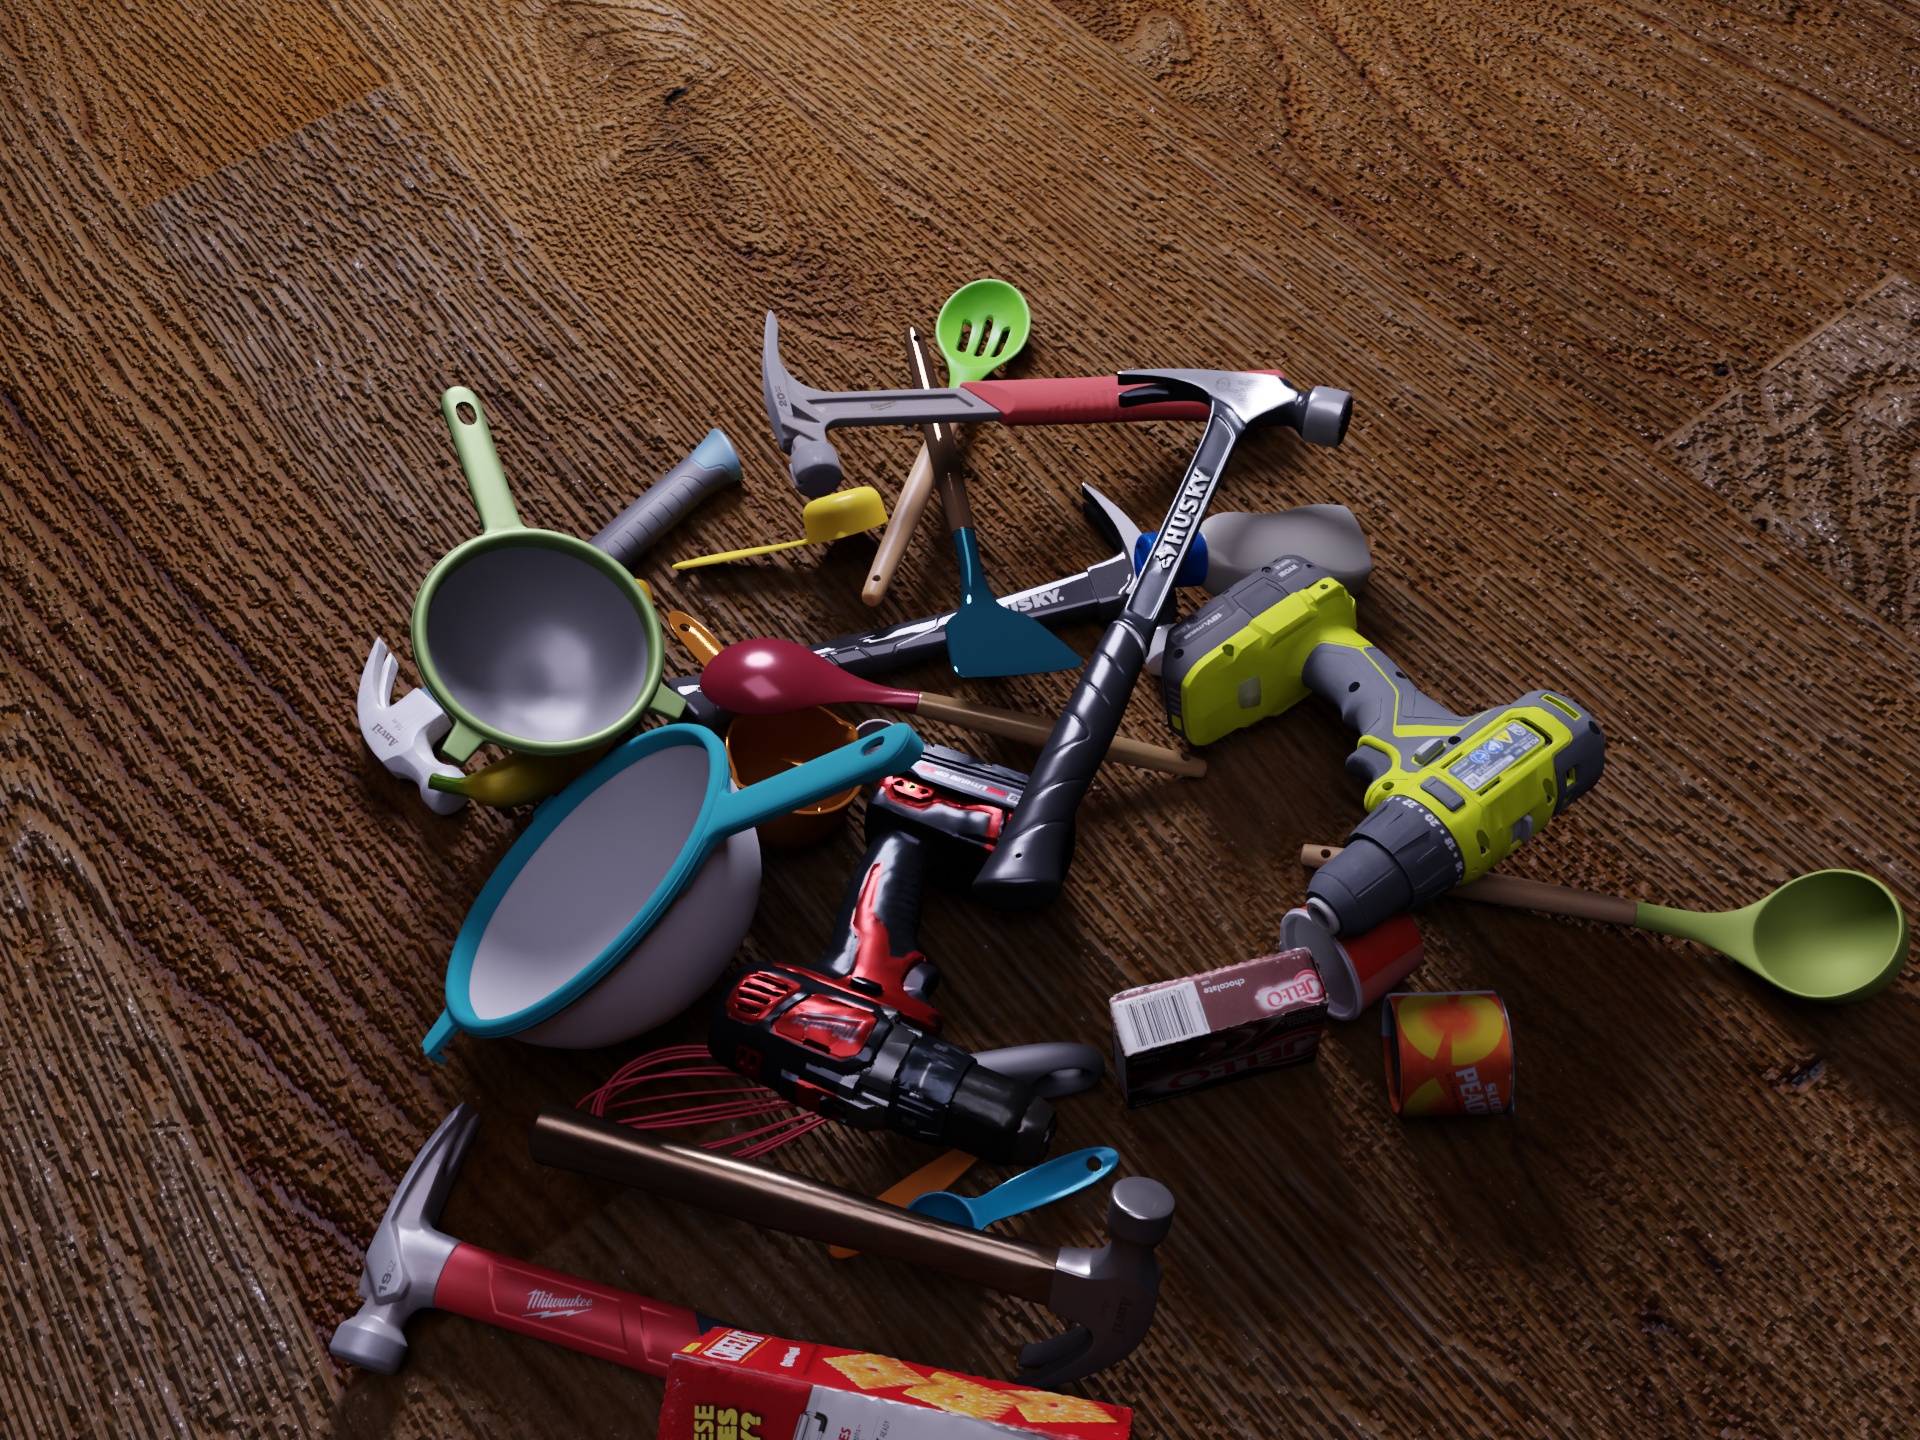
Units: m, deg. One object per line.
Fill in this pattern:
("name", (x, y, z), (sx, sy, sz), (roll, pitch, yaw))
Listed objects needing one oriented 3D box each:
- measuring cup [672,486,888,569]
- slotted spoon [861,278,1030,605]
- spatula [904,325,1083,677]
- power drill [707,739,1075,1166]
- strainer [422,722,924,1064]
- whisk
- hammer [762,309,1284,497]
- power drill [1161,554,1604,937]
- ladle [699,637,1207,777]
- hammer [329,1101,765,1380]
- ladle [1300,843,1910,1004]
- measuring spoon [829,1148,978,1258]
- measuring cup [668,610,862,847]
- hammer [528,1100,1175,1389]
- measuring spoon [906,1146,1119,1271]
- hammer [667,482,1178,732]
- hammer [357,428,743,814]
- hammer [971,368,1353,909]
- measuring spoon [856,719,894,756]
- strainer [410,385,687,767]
("measuring cup", (-0.128, -0.132, 1.094), (0.156, 0.062, 0.029), (-11, 103, 9))
("slotted spoon", (-0.016, -0.199, 1.116), (0.070, 0.031, 0.314), (13, 55, 10))
("spatula", (0.001, -0.150, 1.048), (0.082, 0.044, 0.318), (-5, 59, -15))
("power drill", (-0.008, 0.130, 0.873), (0.188, 0.080, 0.227), (18, 48, 16))
("strainer", (-0.135, 0.089, 0.874), (0.340, 0.095, 0.211), (-23, 35, 31))
("whisk", (-0.067, 0.206, 0.881), (0.296, 0.073, 0.073), (-6, 59, -2))
("hammer", (0.048, -0.222, 1.078), (0.359, 0.036, 0.149), (-6, 55, -16))
("power drill", (0.221, 0.013, 0.918), (0.190, 0.080, 0.229), (-32, 48, -17))
("ladle", (-0.002, -0.003, 0.972), (0.315, 0.031, 0.069), (13, 41, -5))
("hammer", (-0.129, 0.315, 0.832), (0.386, 0.038, 0.143), (11, 60, 13))
("ladle", (0.354, 0.099, 0.897), (0.320, 0.062, 0.078), (10, 60, 15))
("measuring spoon", (-0.023, 0.256, 0.870), (0.117, 0.011, 0.021), (-33, 61, -13))
("measuring cup", (-0.134, 0.006, 0.990), (0.095, 0.052, 0.174), (-26, 65, -39))
("hammer", (-0.064, 0.253, 0.807), (0.331, 0.130, 0.031), (12, 24, 11))
("measuring spoon", (0.028, 0.262, 0.862), (0.128, 0.021, 0.042), (-18, 58, -15))
("hammer", (-0.027, -0.057, 1.047), (0.335, 0.035, 0.146), (-15, 59, -2))
("hammer", (-0.272, -0.086, 1.093), (0.128, 0.033, 0.331), (36, 69, 23))
("hammer", (0.101, -0.064, 0.937), (0.149, 0.036, 0.409), (17, 59, 19))
("measuring spoon", (-0.016, 0.040, 1.002), (0.124, 0.018, 0.034), (30, 66, 15))
("strainer", (-0.283, -0.085, 0.994), (0.151, 0.069, 0.256), (-13, 72, -31))
